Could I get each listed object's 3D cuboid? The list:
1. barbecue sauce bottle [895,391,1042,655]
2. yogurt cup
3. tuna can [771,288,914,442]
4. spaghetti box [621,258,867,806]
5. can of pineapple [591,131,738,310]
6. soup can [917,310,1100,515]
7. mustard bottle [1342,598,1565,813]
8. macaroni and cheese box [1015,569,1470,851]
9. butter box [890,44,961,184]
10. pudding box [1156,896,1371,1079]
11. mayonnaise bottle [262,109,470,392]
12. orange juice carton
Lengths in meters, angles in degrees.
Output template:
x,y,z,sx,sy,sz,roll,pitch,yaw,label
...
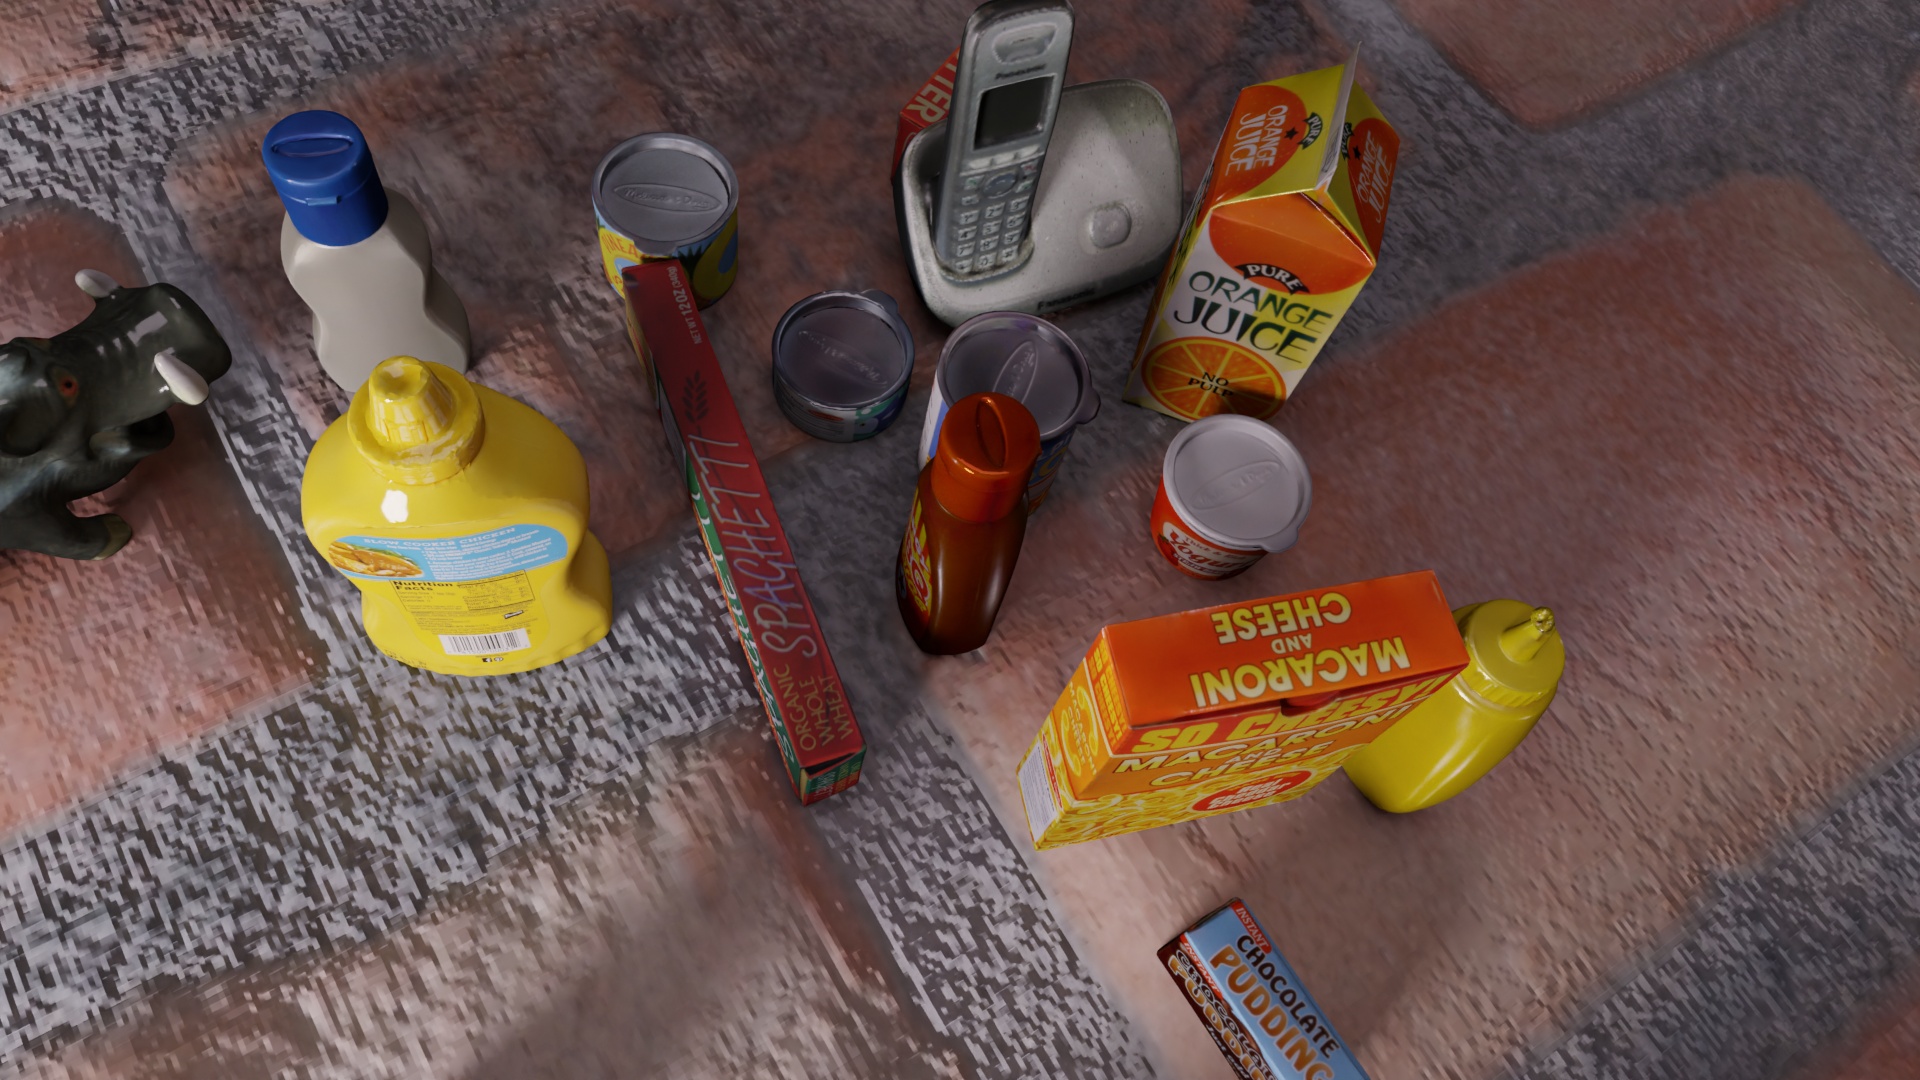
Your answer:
x,y,z,sx,sy,sz,roll,pitch,yaw,label
0.002,-0.007,0.560,0.044,0.148,0.065,-6,66,-11,barbecue sauce bottle
0.120,-0.016,0.636,0.072,0.053,0.072,3,64,-7,yogurt cup
-0.054,-0.084,0.654,0.071,0.032,0.071,3,64,-7,tuna can
-0.097,-0.008,0.601,0.029,0.050,0.251,-17,68,-16,spaghetti box
-0.139,-0.148,0.658,0.071,0.057,0.071,3,64,-7,can of pineapple
0.020,-0.051,0.620,0.071,0.083,0.071,3,64,-7,soup can
0.198,0.061,0.551,0.049,0.159,0.065,-21,70,-17,mustard bottle
0.097,0.070,0.527,0.124,0.165,0.040,-9,66,-13,macaroni and cheese box
0.002,-0.229,0.722,0.024,0.053,0.104,32,64,7,butter box
0.116,0.185,0.540,0.030,0.049,0.084,-28,71,-20,pudding box
-0.247,-0.114,0.575,0.065,0.147,0.041,-9,66,-13,mayonnaise bottle
0.135,-0.127,0.614,0.073,0.191,0.072,19,63,1,orange juice carton
